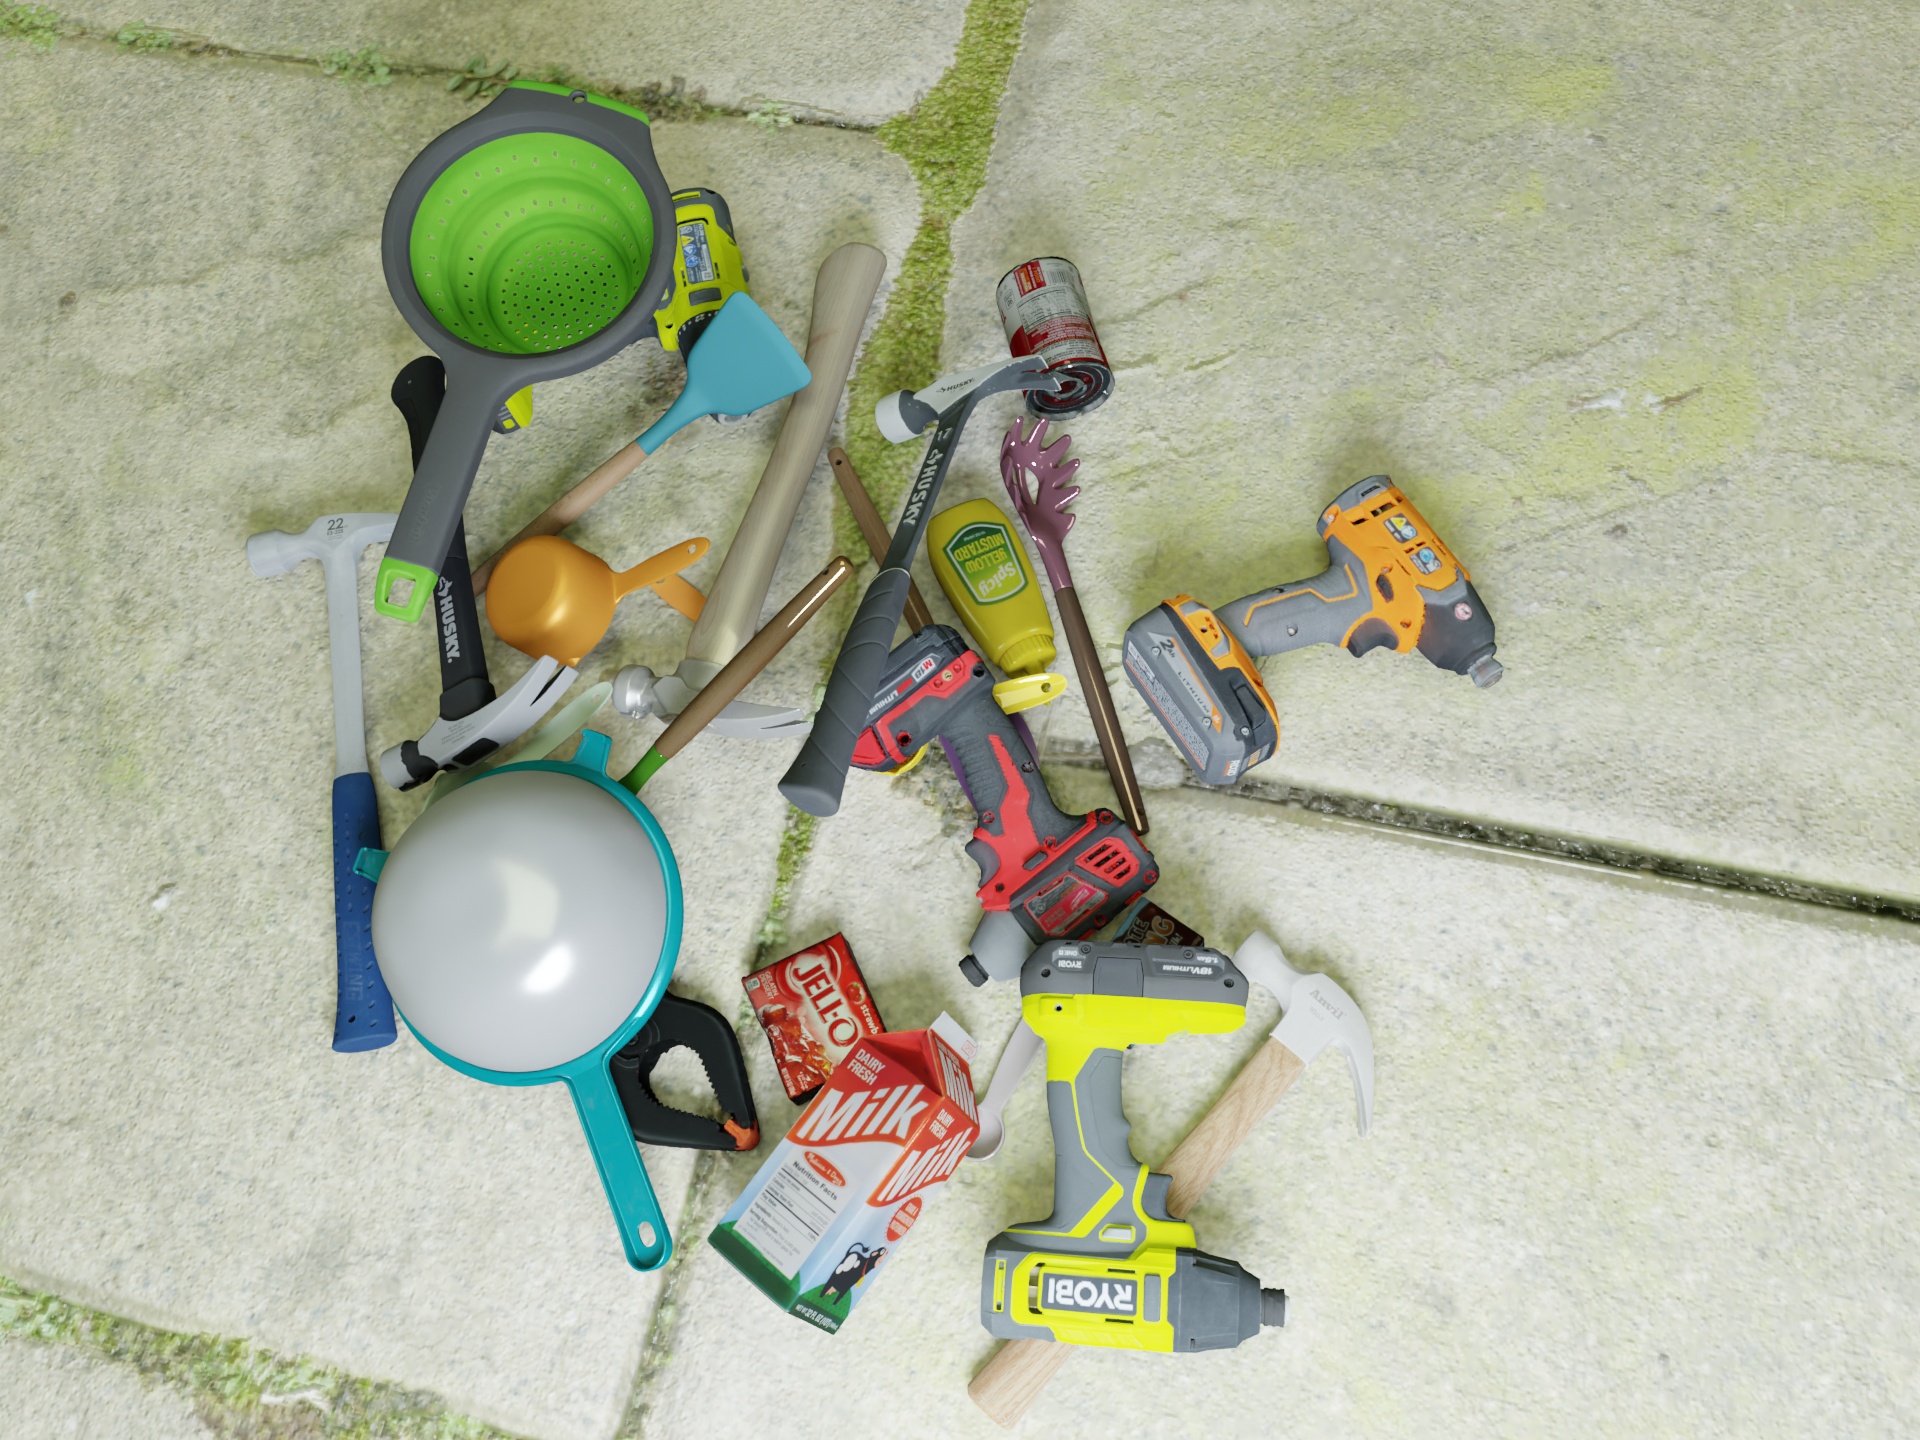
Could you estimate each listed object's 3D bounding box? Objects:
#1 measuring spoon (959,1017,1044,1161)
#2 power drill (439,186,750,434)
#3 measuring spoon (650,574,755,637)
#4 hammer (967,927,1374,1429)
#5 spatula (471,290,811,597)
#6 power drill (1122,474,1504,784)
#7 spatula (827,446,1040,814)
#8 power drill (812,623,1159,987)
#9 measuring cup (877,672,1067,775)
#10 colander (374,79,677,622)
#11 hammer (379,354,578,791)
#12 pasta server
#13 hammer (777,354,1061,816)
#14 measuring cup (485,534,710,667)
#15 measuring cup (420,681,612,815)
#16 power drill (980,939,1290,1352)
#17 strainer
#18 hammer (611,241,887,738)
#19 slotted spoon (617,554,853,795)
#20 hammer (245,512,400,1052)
[{"bbox_3d":[0.034,0.225,1.010,0.034,0.018,0.124,18,63,29],"label":"measuring spoon"},{"bbox_3d":[-0.269,-0.297,1.219,0.228,0.080,0.191,-13,72,-1],"label":"power drill"},{"bbox_3d":[-0.188,-0.080,1.155,0.117,0.011,0.021,36,76,18],"label":"measuring spoon"},{"bbox_3d":[0.128,0.288,0.963,0.130,0.031,0.331,39,77,19],"label":"hammer"},{"bbox_3d":[-0.253,-0.183,1.159,0.317,0.044,0.082,-39,109,3],"label":"spatula"},{"bbox_3d":[0.241,-0.051,1.063,0.226,0.084,0.164,-29,69,-10],"label":"power drill"},{"bbox_3d":[-0.026,-0.070,1.130,0.060,0.018,0.316,-29,69,4],"label":"spatula"},{"bbox_3d":[0.009,0.058,1.026,0.143,0.078,0.220,-39,84,1],"label":"power drill"},{"bbox_3d":[-0.002,-0.003,1.086,0.156,0.029,0.062,-16,80,5],"label":"measuring cup"},{"bbox_3d":[-0.320,-0.248,1.121,0.204,0.094,0.397,16,79,3],"label":"colander"},{"bbox_3d":[-0.360,-0.124,1.126,0.146,0.035,0.335,-25,63,16],"label":"hammer"},{"bbox_3d":[0.084,-0.070,1.109,0.060,0.040,0.316,-3,65,-30],"label":"pasta server"},{"bbox_3d":[-0.037,-0.101,1.032,0.149,0.036,0.409,-14,41,32],"label":"hammer"},{"bbox_3d":[-0.259,-0.102,1.118,0.173,0.052,0.095,-20,65,23],"label":"measuring cup"},{"bbox_3d":[-0.296,0.039,1.095,0.167,0.038,0.083,-44,61,-6],"label":"measuring cup"},{"bbox_3d":[0.105,0.247,0.926,0.171,0.080,0.223,2,72,8],"label":"power drill"},{"bbox_3d":[-0.261,0.176,0.974,0.211,0.095,0.341,-27,72,5],"label":"strainer"},{"bbox_3d":[-0.118,-0.178,1.155,0.146,0.038,0.411,8,67,21],"label":"hammer"},{"bbox_3d":[-0.179,0.004,1.049,0.313,0.031,0.070,-44,45,16],"label":"slotted spoon"},{"bbox_3d":[-0.425,0.029,1.124,0.144,0.035,0.406,-13,67,1],"label":"hammer"}]
